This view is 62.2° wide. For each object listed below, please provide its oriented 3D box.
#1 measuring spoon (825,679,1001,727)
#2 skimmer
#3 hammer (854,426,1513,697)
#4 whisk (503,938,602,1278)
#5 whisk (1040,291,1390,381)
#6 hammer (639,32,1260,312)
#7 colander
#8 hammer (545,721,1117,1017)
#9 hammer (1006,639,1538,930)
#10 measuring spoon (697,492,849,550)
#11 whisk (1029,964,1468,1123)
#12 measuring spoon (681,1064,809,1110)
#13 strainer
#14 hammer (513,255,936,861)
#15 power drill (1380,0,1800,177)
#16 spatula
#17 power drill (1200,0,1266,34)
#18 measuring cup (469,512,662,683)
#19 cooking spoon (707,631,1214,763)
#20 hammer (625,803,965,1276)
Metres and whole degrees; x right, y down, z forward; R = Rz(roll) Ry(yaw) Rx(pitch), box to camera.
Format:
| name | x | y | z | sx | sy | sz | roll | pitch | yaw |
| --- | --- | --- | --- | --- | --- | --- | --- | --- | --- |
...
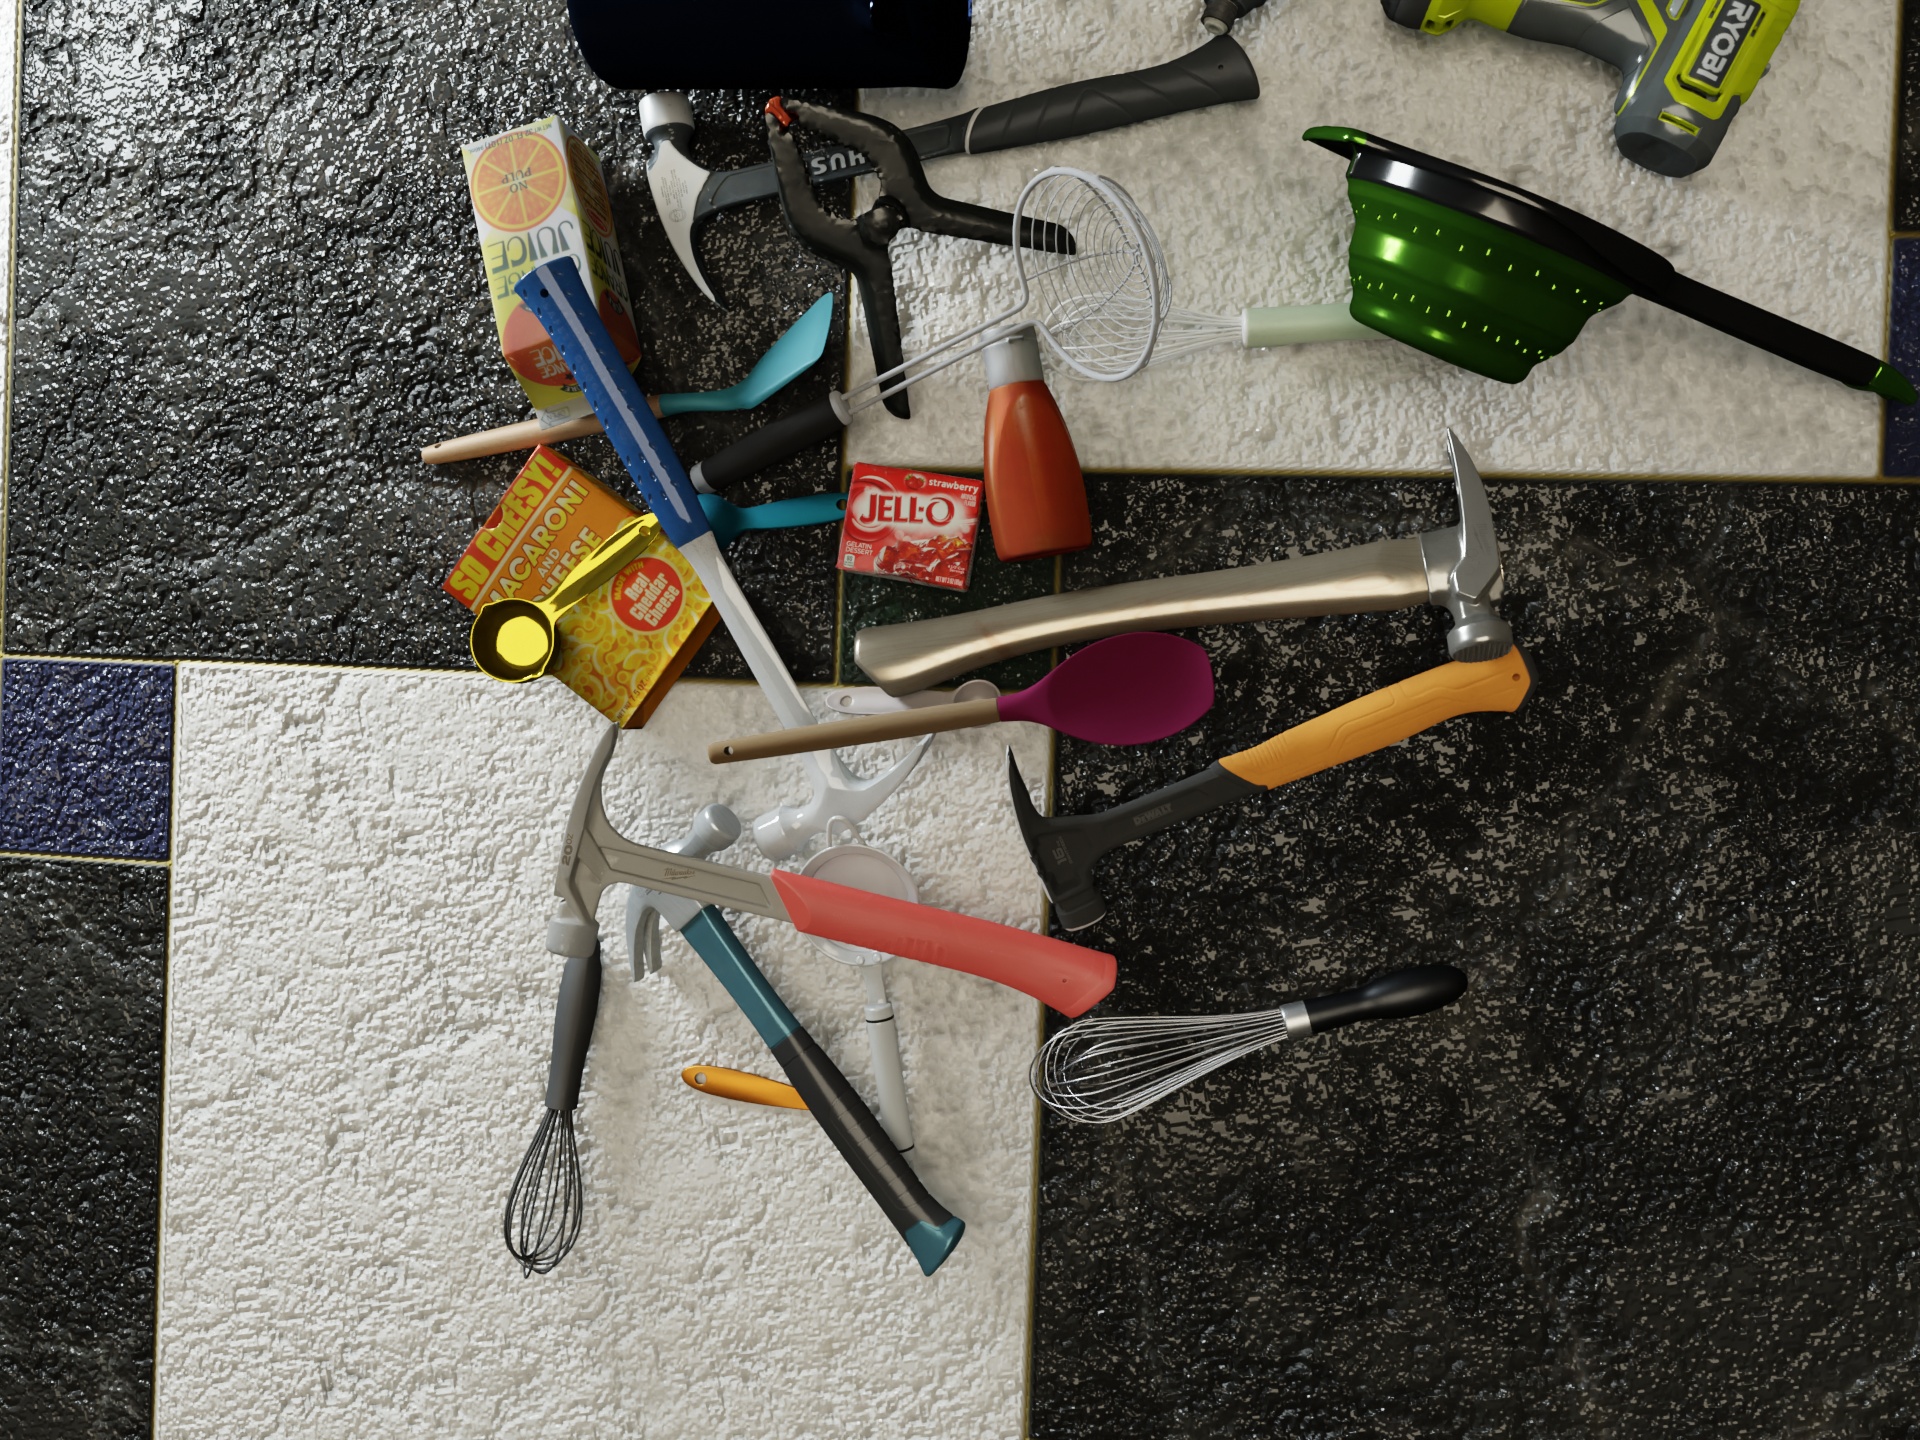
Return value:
| name | x | y | z | sx | sy | sz | roll | pitch | yaw |
| --- | --- | --- | --- | --- | --- | --- | --- | --- | --- |
| measuring spoon | -0.031 | -0.010 | 1.070 | 0.124 | 0.018 | 0.034 | 2 | 65 | 16 |
| skimmer | -0.036 | -0.217 | 0.987 | 0.363 | 0.090 | 0.127 | -22 | 99 | 25 |
| hammer | 0.130 | -0.083 | 1.020 | 0.410 | 0.038 | 0.146 | -8 | 72 | 14 |
| whisk | -0.277 | 0.266 | 1.099 | 0.055 | 0.055 | 0.239 | 9 | 88 | 10 |
| whisk | 0.174 | -0.250 | 1.018 | 0.246 | 0.058 | 0.059 | -1 | 125 | 7 |
| hammer | -0.009 | -0.381 | 1.052 | 0.409 | 0.036 | 0.149 | -9 | 90 | 10 |
| colander | 0.370 | -0.230 | 0.934 | 0.397 | 0.205 | 0.094 | 19 | 109 | -8 |
| hammer | -0.073 | 0.114 | 1.012 | 0.359 | 0.037 | 0.149 | 14 | 92 | -6 |
| hammer | 0.197 | 0.019 | 1.007 | 0.337 | 0.034 | 0.127 | -22 | 106 | 7 |
| measuring spoon | -0.129 | -0.141 | 1.070 | 0.128 | 0.021 | 0.042 | -8 | 78 | 0 |
| whisk | 0.182 | 0.198 | 1.013 | 0.284 | 0.070 | 0.070 | -15 | 88 | 5 |
| measuring spoon | -0.137 | 0.255 | 1.090 | 0.117 | 0.011 | 0.021 | 10 | 92 | 10 |
| strainer | -0.057 | 0.186 | 1.062 | 0.087 | 0.050 | 0.258 | -7 | 95 | 14 |
| hammer | -0.161 | -0.110 | 1.025 | 0.144 | 0.035 | 0.405 | -26 | 98 | 20 |
| power drill | 0.392 | -0.462 | 0.959 | 0.228 | 0.080 | 0.190 | 27 | 95 | 6 |
| spatula | -0.231 | -0.220 | 1.086 | 0.317 | 0.044 | 0.082 | -10 | 45 | 13 |
| power drill | 0.118 | -0.546 | 1.006 | 0.223 | 0.080 | 0.171 | 24 | 91 | 6 |
| measuring cup | -0.258 | -0.084 | 1.066 | 0.156 | 0.029 | 0.062 | -40 | 85 | -3 |
| cooking spoon | -0.002 | -0.003 | 0.993 | 0.319 | 0.017 | 0.069 | -9 | 93 | 4 |
| hammer | -0.107 | 0.221 | 1.053 | 0.128 | 0.033 | 0.331 | -41 | 82 | 24 |
